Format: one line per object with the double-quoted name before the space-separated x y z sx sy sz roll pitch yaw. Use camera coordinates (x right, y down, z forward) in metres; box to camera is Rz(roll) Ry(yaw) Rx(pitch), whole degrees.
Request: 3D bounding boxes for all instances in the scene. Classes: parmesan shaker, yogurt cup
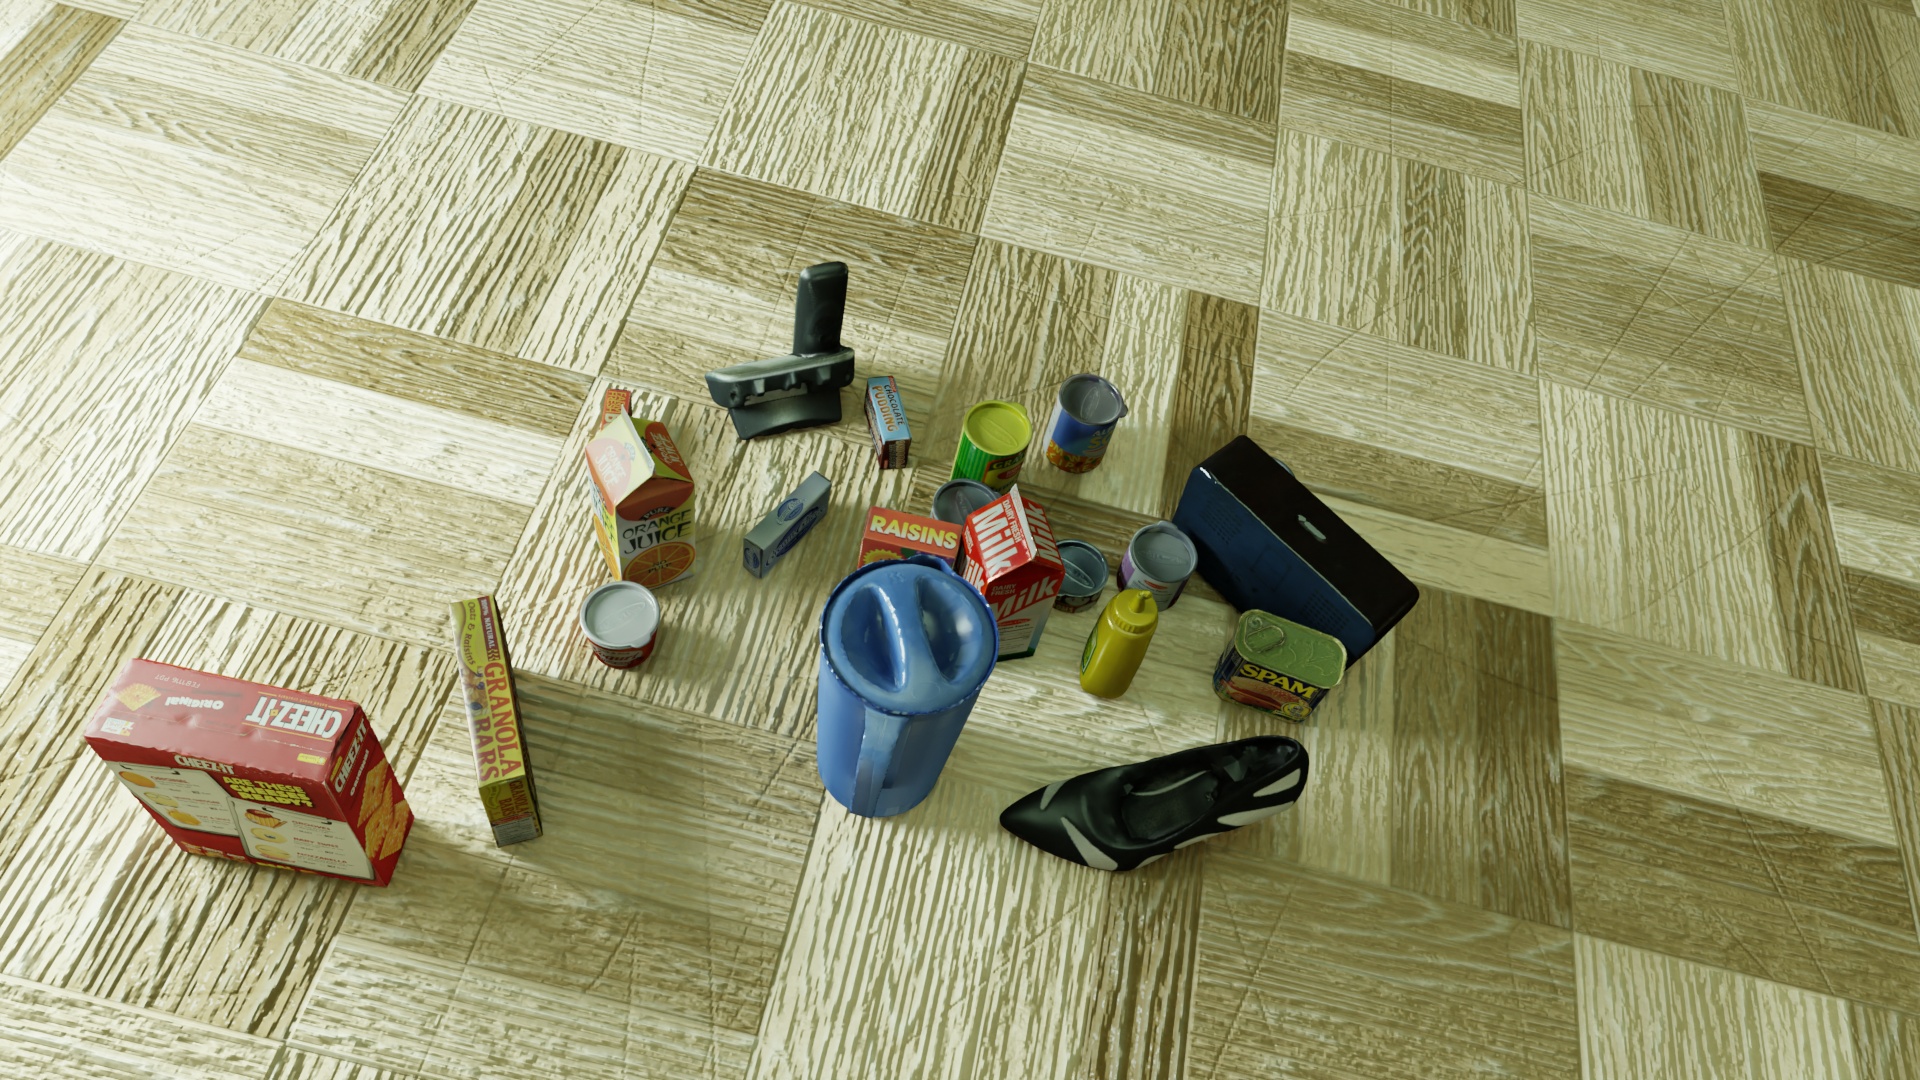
"parmesan shaker" 0.030 -0.081 1.357 0.071 0.102 0.071 5 56 -7
"yogurt cup" -0.298 0.077 1.220 0.072 0.053 0.073 5 56 -7

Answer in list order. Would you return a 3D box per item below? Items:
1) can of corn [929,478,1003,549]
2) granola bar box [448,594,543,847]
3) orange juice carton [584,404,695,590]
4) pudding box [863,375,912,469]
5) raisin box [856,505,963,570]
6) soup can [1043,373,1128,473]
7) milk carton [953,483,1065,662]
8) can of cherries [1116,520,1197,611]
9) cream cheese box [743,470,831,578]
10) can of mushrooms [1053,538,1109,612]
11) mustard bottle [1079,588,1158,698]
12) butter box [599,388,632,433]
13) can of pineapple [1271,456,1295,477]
"can of corn" 0.005 -0.017 1.336 0.071 0.058 0.071 5 56 -7
"granola bar box" -0.373 0.145 1.118 0.039 0.123 0.166 -11 59 -17
"orange juice carton" -0.279 -0.035 1.216 0.073 0.191 0.072 -20 62 -22
"pudding box" -0.074 -0.119 1.396 0.030 0.049 0.084 -7 58 -15
"raisin box" -0.050 0.025 1.259 0.086 0.122 0.040 13 55 -1
"soup can" 0.126 -0.117 1.411 0.071 0.083 0.072 5 56 -7
"milk carton" 0.040 0.032 1.229 0.073 0.189 0.072 -8 58 -15
"can of cherries" 0.190 0.025 1.342 0.071 0.058 0.072 5 56 -7
"cream cheese box" -0.163 -0.015 1.307 0.024 0.053 0.104 35 57 13
"can of mushrooms" 0.106 0.036 1.334 0.071 0.033 0.071 5 56 -7
"mustard bottle" 0.144 0.082 1.233 0.049 0.159 0.065 14 55 -1
"butter box" -0.331 -0.090 1.327 0.024 0.052 0.104 4 56 -8
"can of pineapple" 0.299 -0.046 1.410 0.071 0.057 0.071 5 56 -7
